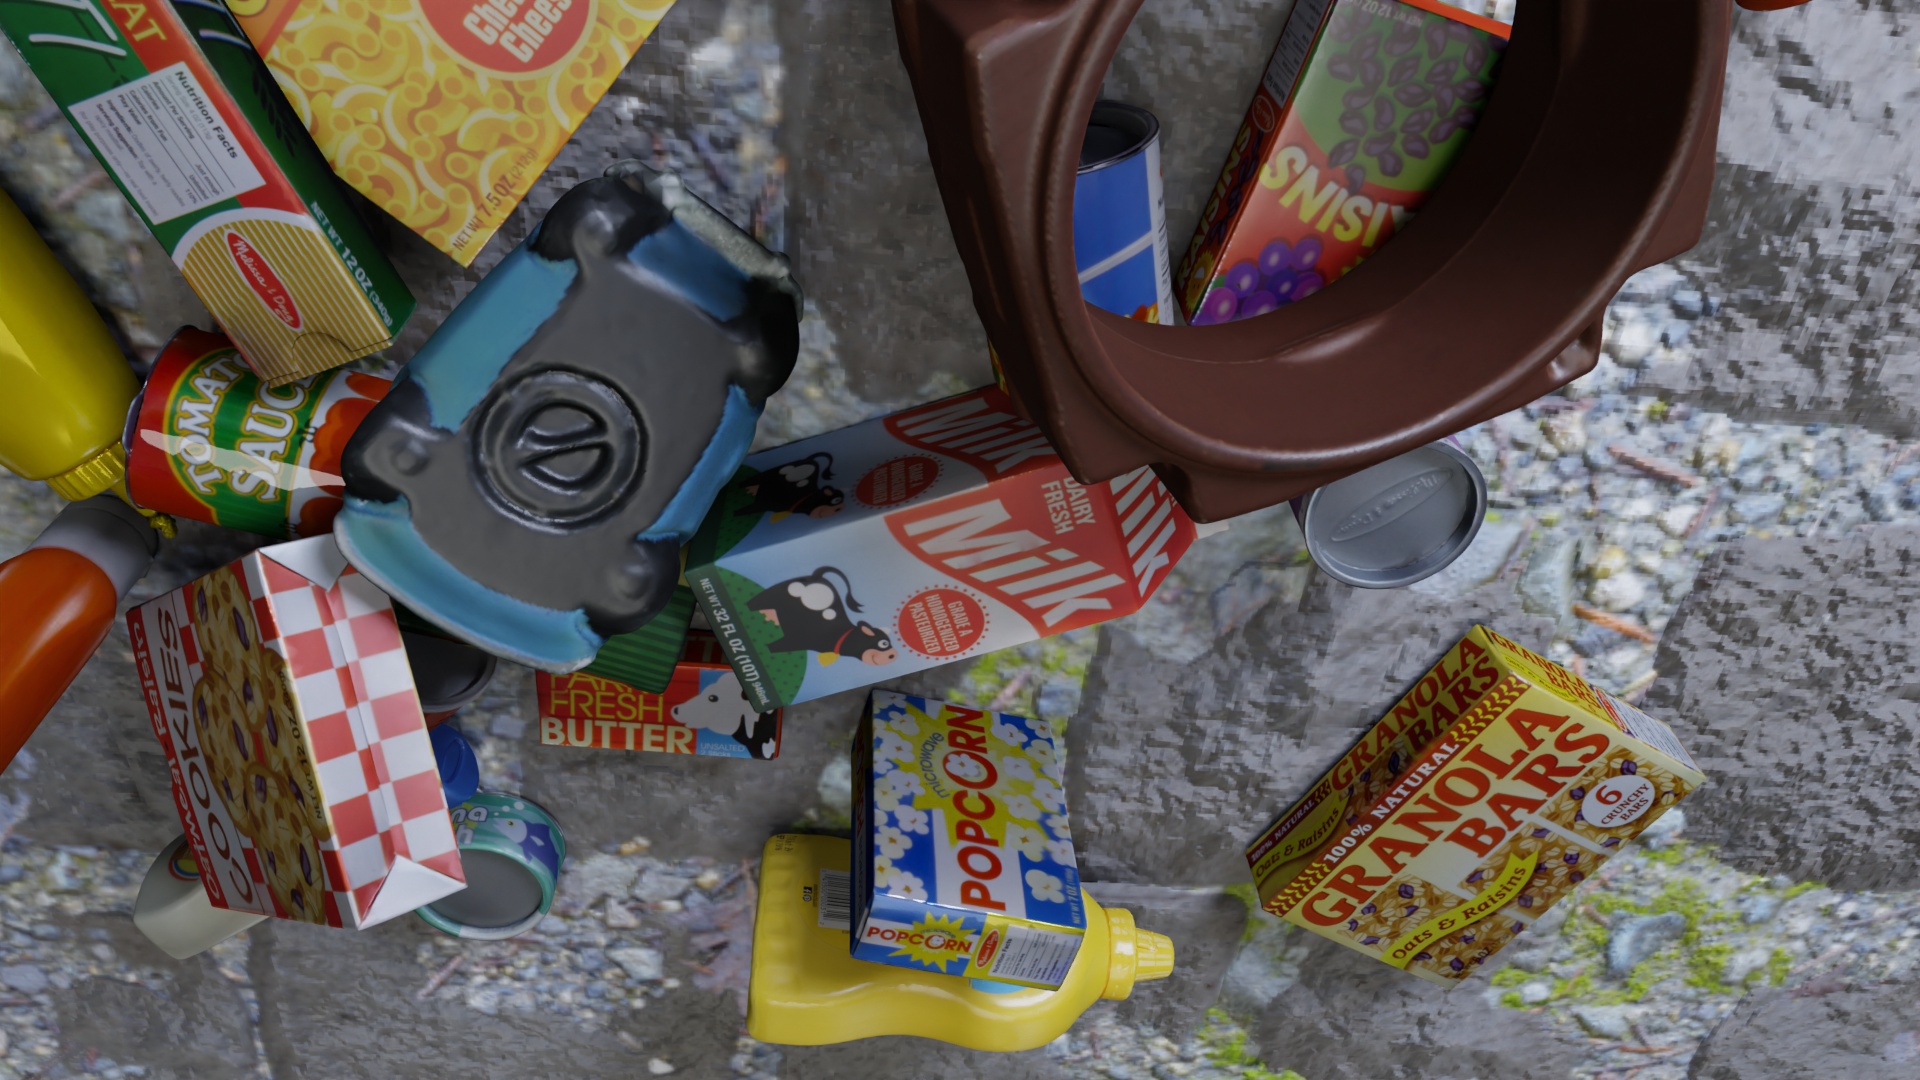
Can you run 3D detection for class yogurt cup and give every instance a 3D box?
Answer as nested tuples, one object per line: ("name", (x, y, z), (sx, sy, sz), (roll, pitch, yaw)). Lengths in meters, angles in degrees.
("yogurt cup", (-0.227, 0.051, 0.552), (0.072, 0.073, 0.053), (33, 124, -22))

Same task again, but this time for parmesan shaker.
("parmesan shaker", (-0.154, 0.017, 0.528), (0.103, 0.071, 0.071), (17, 121, -14))

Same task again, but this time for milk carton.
("milk carton", (0.002, -0.007, 0.520), (0.190, 0.074, 0.072), (-15, 123, 6))

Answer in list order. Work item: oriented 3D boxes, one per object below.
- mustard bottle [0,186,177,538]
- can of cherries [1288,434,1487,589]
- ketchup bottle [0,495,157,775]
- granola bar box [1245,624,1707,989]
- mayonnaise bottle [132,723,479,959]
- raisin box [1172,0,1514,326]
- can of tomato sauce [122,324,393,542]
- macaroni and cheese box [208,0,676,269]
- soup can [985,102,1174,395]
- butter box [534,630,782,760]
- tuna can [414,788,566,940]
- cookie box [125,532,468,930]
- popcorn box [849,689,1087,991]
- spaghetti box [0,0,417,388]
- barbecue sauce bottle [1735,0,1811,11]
("mustard bottle", (-0.328, -0.063, 0.480), (0.065, 0.049, 0.159), (-21, 123, 10))
("can of cherries", (0.155, -0.027, 0.524), (0.071, 0.059, 0.071), (-1, 124, -1))
("ketchup bottle", (-0.331, 0.038, 0.486), (0.043, 0.149, 0.064), (30, 116, -21))
("granola bar box", (0.233, 0.127, 0.642), (0.124, 0.039, 0.164), (26, 119, -20))
("mayonnaise bottle", (-0.280, 0.125, 0.601), (0.148, 0.065, 0.041), (-27, 119, 9))
("raisin box", (0.136, -0.120, 0.473), (0.086, 0.040, 0.122), (14, 122, -13))
("can of tomato sauce", (-0.238, -0.033, 0.492), (0.083, 0.071, 0.070), (15, 122, -13))
("macaroni and cheese box", (-0.181, -0.182, 0.414), (0.166, 0.040, 0.123), (37, 114, -23))
("soup can", (0.034, -0.095, 0.467), (0.071, 0.072, 0.083), (-9, 124, 3))
("butter box", (-0.126, 0.064, 0.589), (0.103, 0.024, 0.052), (5, 124, -7))
("tuna can", (-0.218, 0.148, 0.634), (0.071, 0.033, 0.070), (-2, 124, -2))
("cookie box", (-0.243, 0.070, 0.495), (0.167, 0.040, 0.123), (-12, 93, 46))
("popcorn box", (-0.001, 0.120, 0.572), (0.085, 0.127, 0.038), (12, 119, -11))
("spaghetti box", (-0.242, -0.157, 0.385), (0.050, 0.029, 0.249), (-16, 124, 11))
("barbecue sauce bottle", (0.230, -0.229, 0.404), (0.065, 0.044, 0.148), (-27, 121, 14))
